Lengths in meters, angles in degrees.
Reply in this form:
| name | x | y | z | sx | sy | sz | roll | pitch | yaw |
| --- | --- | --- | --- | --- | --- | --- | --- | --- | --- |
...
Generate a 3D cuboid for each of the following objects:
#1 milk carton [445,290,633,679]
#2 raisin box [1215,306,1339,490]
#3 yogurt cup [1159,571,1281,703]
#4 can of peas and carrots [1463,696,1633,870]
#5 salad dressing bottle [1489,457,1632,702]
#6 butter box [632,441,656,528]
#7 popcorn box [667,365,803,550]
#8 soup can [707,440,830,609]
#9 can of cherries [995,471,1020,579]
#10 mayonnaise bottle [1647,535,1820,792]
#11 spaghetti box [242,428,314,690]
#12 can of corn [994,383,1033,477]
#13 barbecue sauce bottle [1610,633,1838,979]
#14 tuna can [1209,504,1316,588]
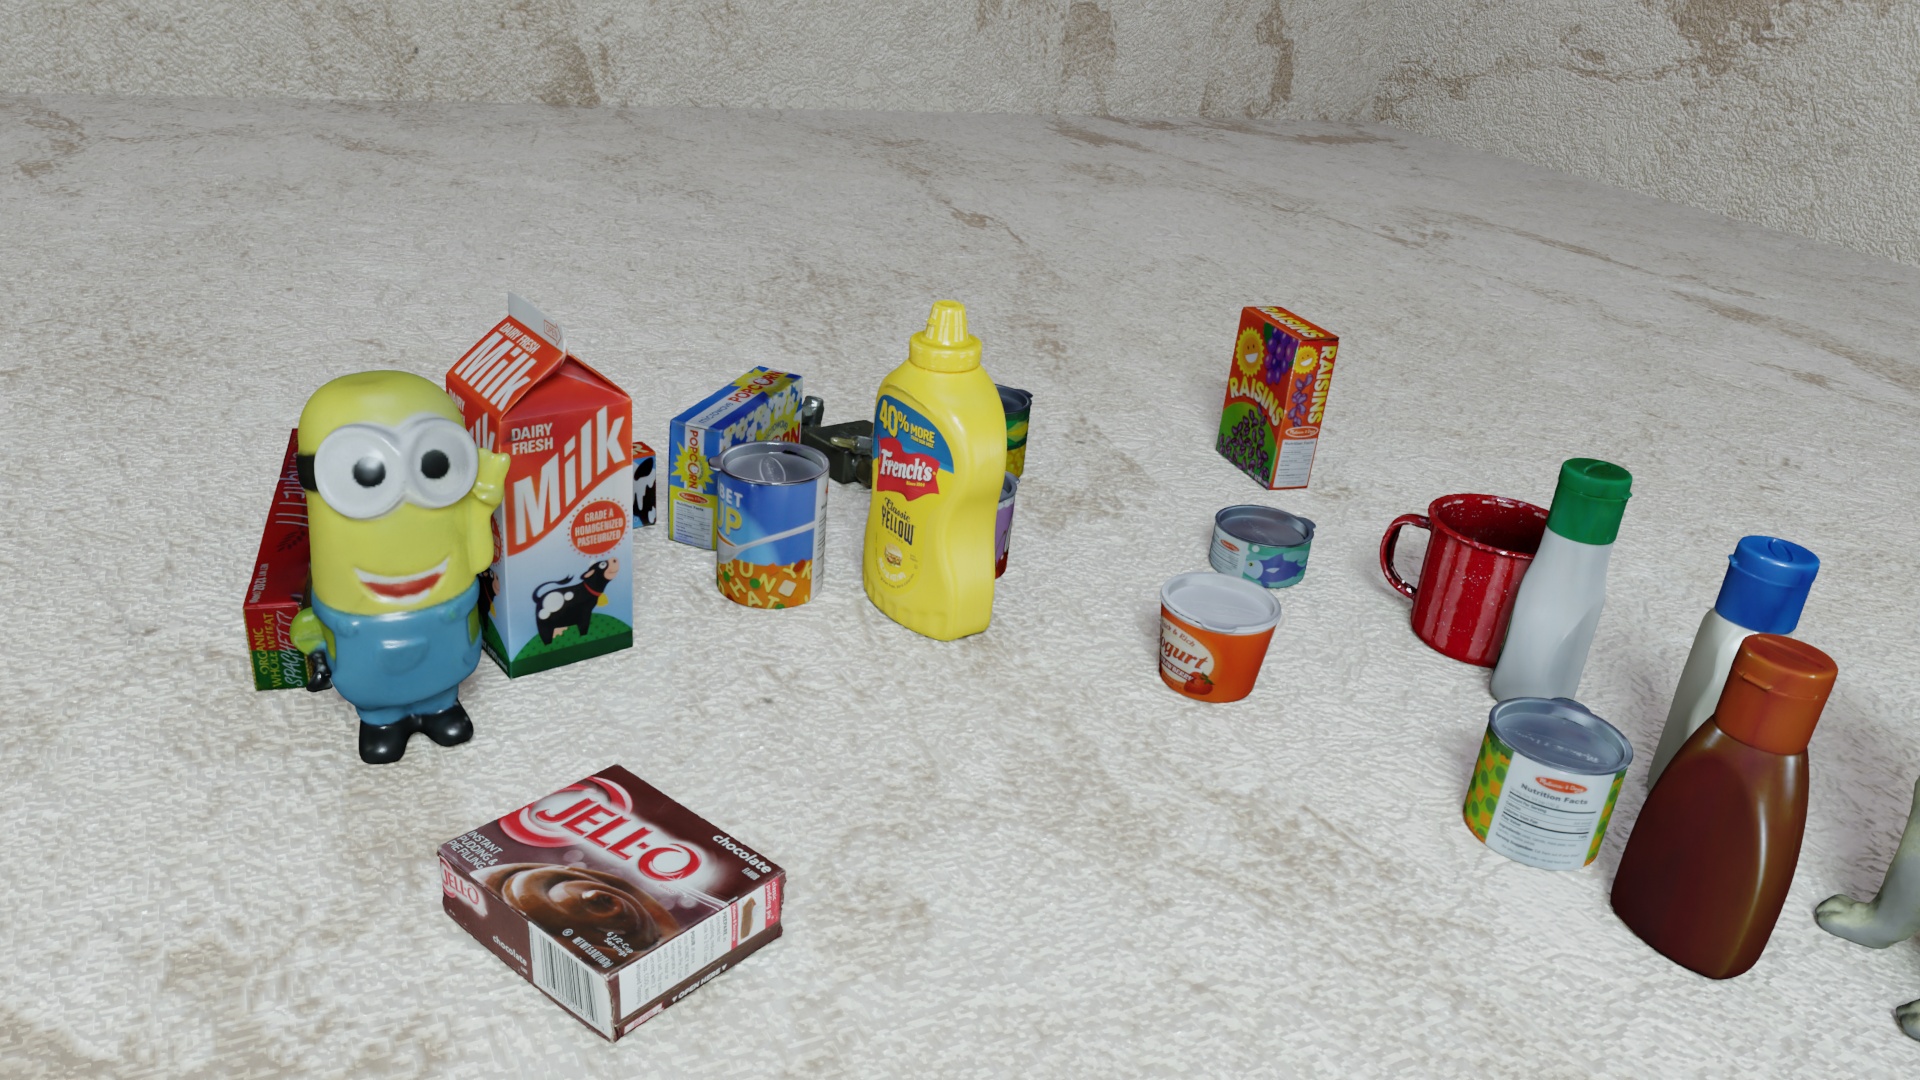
| name | x | y | z | sx | sy | sz | roll | pitch | yaw |
| --- | --- | --- | --- | --- | --- | --- | --- | --- | --- |
| milk carton | -0.221 | -0.031 | 0.732 | 0.074 | 0.189 | 0.072 | -15 | 32 | -37 |
| raisin box | 0.246 | -0.112 | 1.083 | 0.040 | 0.122 | 0.086 | -4 | 27 | -20 |
| yogurt cup | 0.143 | 0.056 | 0.787 | 0.072 | 0.053 | 0.073 | 5 | 25 | -2 |
| can of peas and carrots | 0.287 | 0.117 | 0.682 | 0.071 | 0.058 | 0.071 | 5 | 25 | -2 |
| salad dressing bottle | 0.338 | 0.027 | 0.780 | 0.044 | 0.147 | 0.064 | 26 | 32 | 37 |
| butter box | -0.243 | -0.028 | 0.881 | 0.104 | 0.053 | 0.024 | -14 | 32 | -36 |
| popcorn box | -0.149 | -0.057 | 0.926 | 0.038 | 0.084 | 0.127 | 13 | 26 | 14 |
| soup can | -0.116 | -0.010 | 0.835 | 0.071 | 0.083 | 0.071 | 5 | 25 | -2 |
| can of cherries | 0.003 | -0.011 | 0.893 | 0.071 | 0.058 | 0.072 | 5 | 25 | -2 |
| mayonnaise bottle | 0.387 | 0.071 | 0.697 | 0.041 | 0.147 | 0.065 | 12 | 26 | 14 |
| spaghetti box | -0.377 | 0.000 | 0.795 | 0.029 | 0.050 | 0.251 | -3 | 27 | -19 |
| can of corn | 0.020 | -0.081 | 1.044 | 0.071 | 0.058 | 0.071 | 5 | 25 | -2 |
| barbecue sauce bottle | 0.331 | 0.113 | 0.597 | 0.044 | 0.147 | 0.065 | -9 | 29 | -29 |
| tuna can | 0.204 | 0.003 | 0.935 | 0.071 | 0.032 | 0.071 | 5 | 25 | -2 |
